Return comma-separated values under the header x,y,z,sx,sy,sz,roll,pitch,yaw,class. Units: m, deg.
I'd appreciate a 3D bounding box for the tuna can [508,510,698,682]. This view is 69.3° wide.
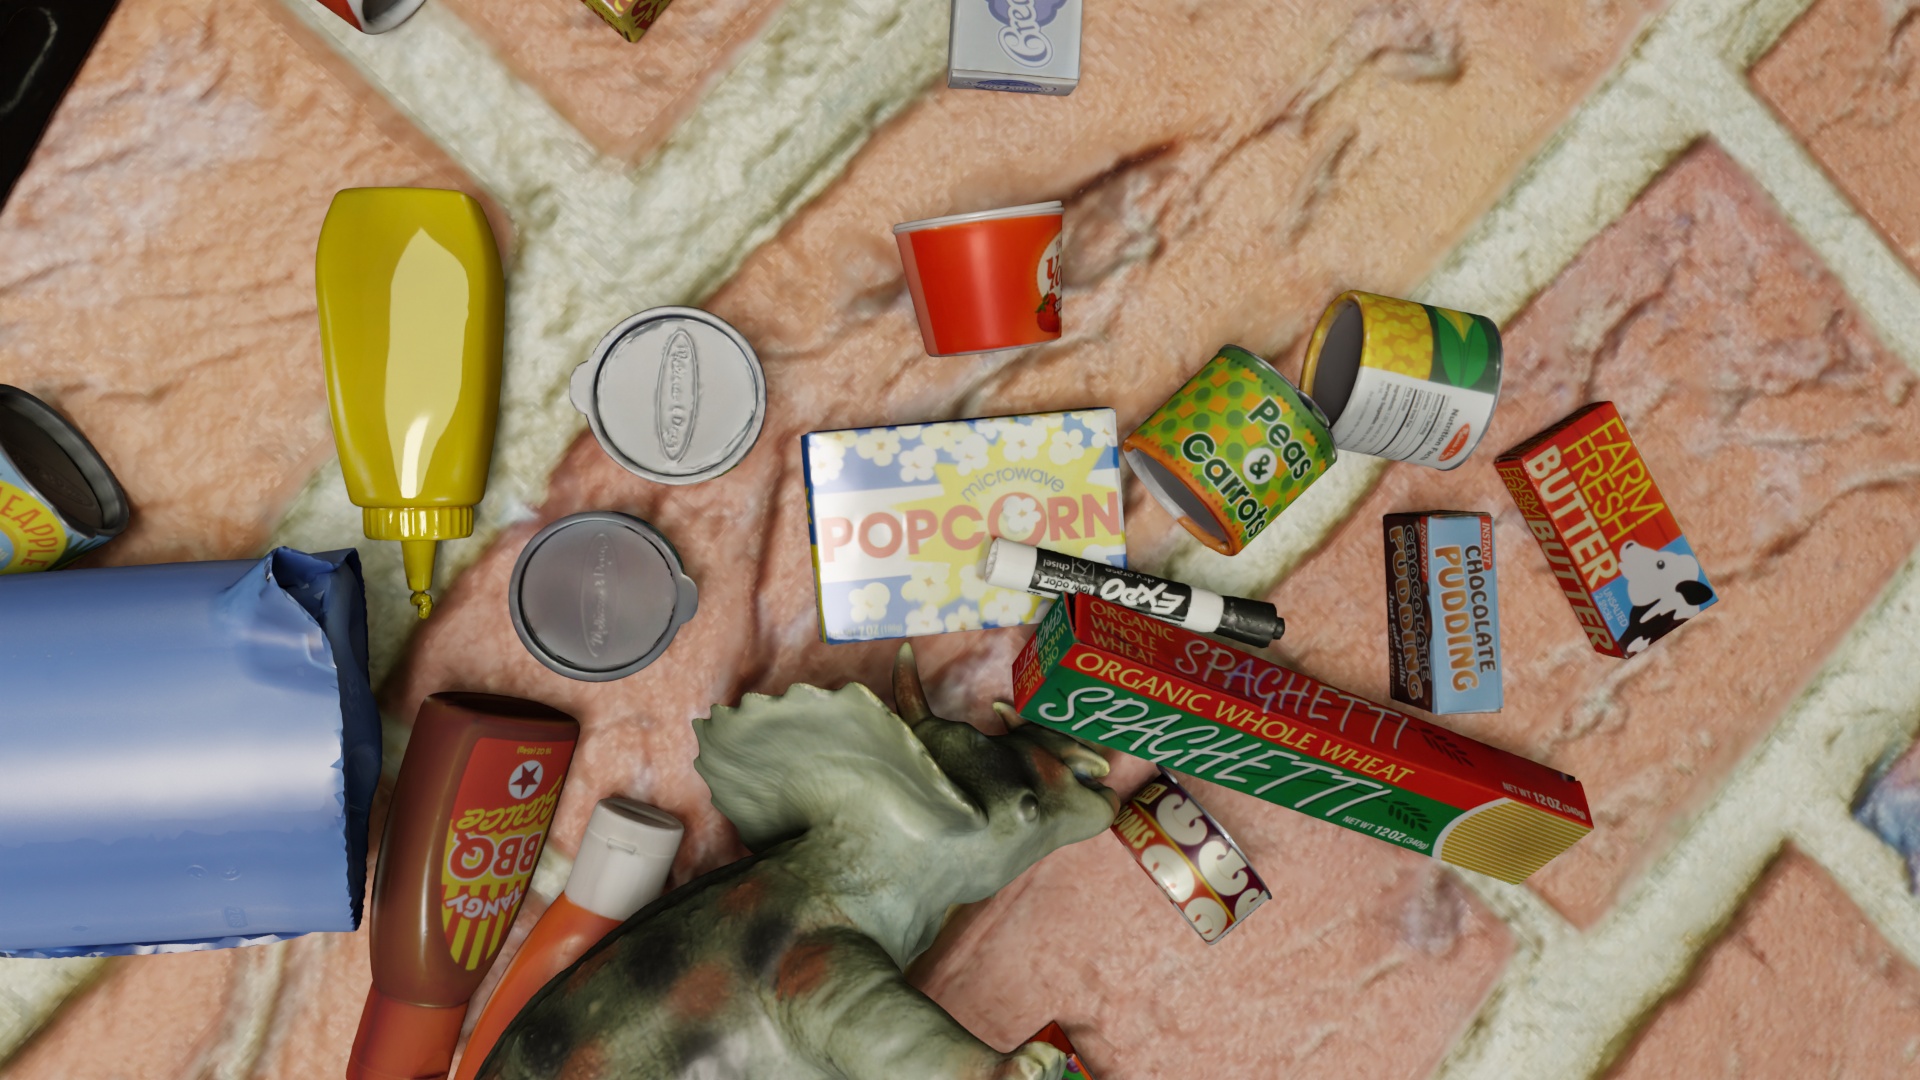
x,y,z,sx,sy,sz,roll,pitch,yaw,class
-0.138,0.021,0.546,0.071,0.033,0.071,0,92,-8,tuna can

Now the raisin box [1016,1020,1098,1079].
x,y,z,sx,sy,sz,roll,pitch,yaw,class
0.043,0.278,0.576,0.086,0.040,0.123,-34,97,-7,raisin box

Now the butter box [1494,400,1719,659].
x,y,z,sx,sy,sz,roll,pitch,yaw,class
0.283,-0.005,0.610,0.053,0.024,0.103,-32,96,-7,butter box

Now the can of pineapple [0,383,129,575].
x,y,z,sx,sy,sz,roll,pitch,yaw,class
-0.348,-0.013,0.497,0.058,0.071,0.071,-34,96,-5,can of pineapple

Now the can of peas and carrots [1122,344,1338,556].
x,y,z,sx,sy,sz,roll,pitch,yaw,class
0.109,-0.035,0.561,0.059,0.071,0.071,-43,97,-4,can of peas and carrots

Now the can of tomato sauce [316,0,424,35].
x,y,z,sx,sy,sz,roll,pitch,yaw,class
-0.237,-0.236,0.508,0.083,0.071,0.071,35,87,-8,can of tomato sauce

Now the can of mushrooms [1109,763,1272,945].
x,y,z,sx,sy,sz,roll,pitch,yaw,class
0.091,0.127,0.565,0.033,0.071,0.071,-39,97,-4,can of mushrooms

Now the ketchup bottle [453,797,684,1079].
x,y,z,sx,sy,sz,roll,pitch,yaw,class
-0.150,0.177,0.543,0.065,0.043,0.149,20,88,1,ketchup bottle

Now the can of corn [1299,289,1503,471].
x,y,z,sx,sy,sz,roll,pitch,yaw,class
0.180,-0.068,0.575,0.058,0.071,0.071,10,90,-8,can of corn

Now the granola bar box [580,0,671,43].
x,y,z,sx,sy,sz,roll,pitch,yaw,class
-0.123,-0.298,0.537,0.124,0.039,0.165,40,86,-7,granola bar box

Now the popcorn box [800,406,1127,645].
x,y,z,sx,sy,sz,roll,pitch,yaw,class
0.002,-0.007,0.563,0.127,0.038,0.085,-5,93,-8,popcorn box

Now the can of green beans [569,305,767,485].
x,y,z,sx,sy,sz,roll,pitch,yaw,class
-0.108,-0.054,0.536,0.071,0.058,0.071,0,92,-8,can of green beans

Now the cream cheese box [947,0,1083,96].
x,y,z,sx,sy,sz,roll,pitch,yaw,class
0.024,-0.236,0.567,0.053,0.024,0.103,3,91,-8,cream cheese box

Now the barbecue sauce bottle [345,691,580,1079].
x,y,z,sx,sy,sz,roll,pitch,yaw,class
-0.193,0.134,0.526,0.044,0.065,0.148,15,88,30,barbecue sauce bottle

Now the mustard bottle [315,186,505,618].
x,y,z,sx,sy,sz,roll,pitch,yaw,class
-0.207,-0.050,0.527,0.065,0.049,0.160,0,92,-8,mustard bottle

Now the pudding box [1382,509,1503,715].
x,y,z,sx,sy,sz,roll,pitch,yaw,class
0.203,0.030,0.587,0.030,0.049,0.083,-3,92,-6,pudding box

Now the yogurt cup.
x,y,z,sx,sy,sz,roll,pitch,yaw,class
0.010,-0.103,0.550,0.072,0.072,0.053,-9,101,-8,yogurt cup

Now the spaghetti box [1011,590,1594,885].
x,y,z,sx,sy,sz,roll,pitch,yaw,class
0.141,0.084,0.563,0.250,0.029,0.050,21,129,-16,spaghetti box
